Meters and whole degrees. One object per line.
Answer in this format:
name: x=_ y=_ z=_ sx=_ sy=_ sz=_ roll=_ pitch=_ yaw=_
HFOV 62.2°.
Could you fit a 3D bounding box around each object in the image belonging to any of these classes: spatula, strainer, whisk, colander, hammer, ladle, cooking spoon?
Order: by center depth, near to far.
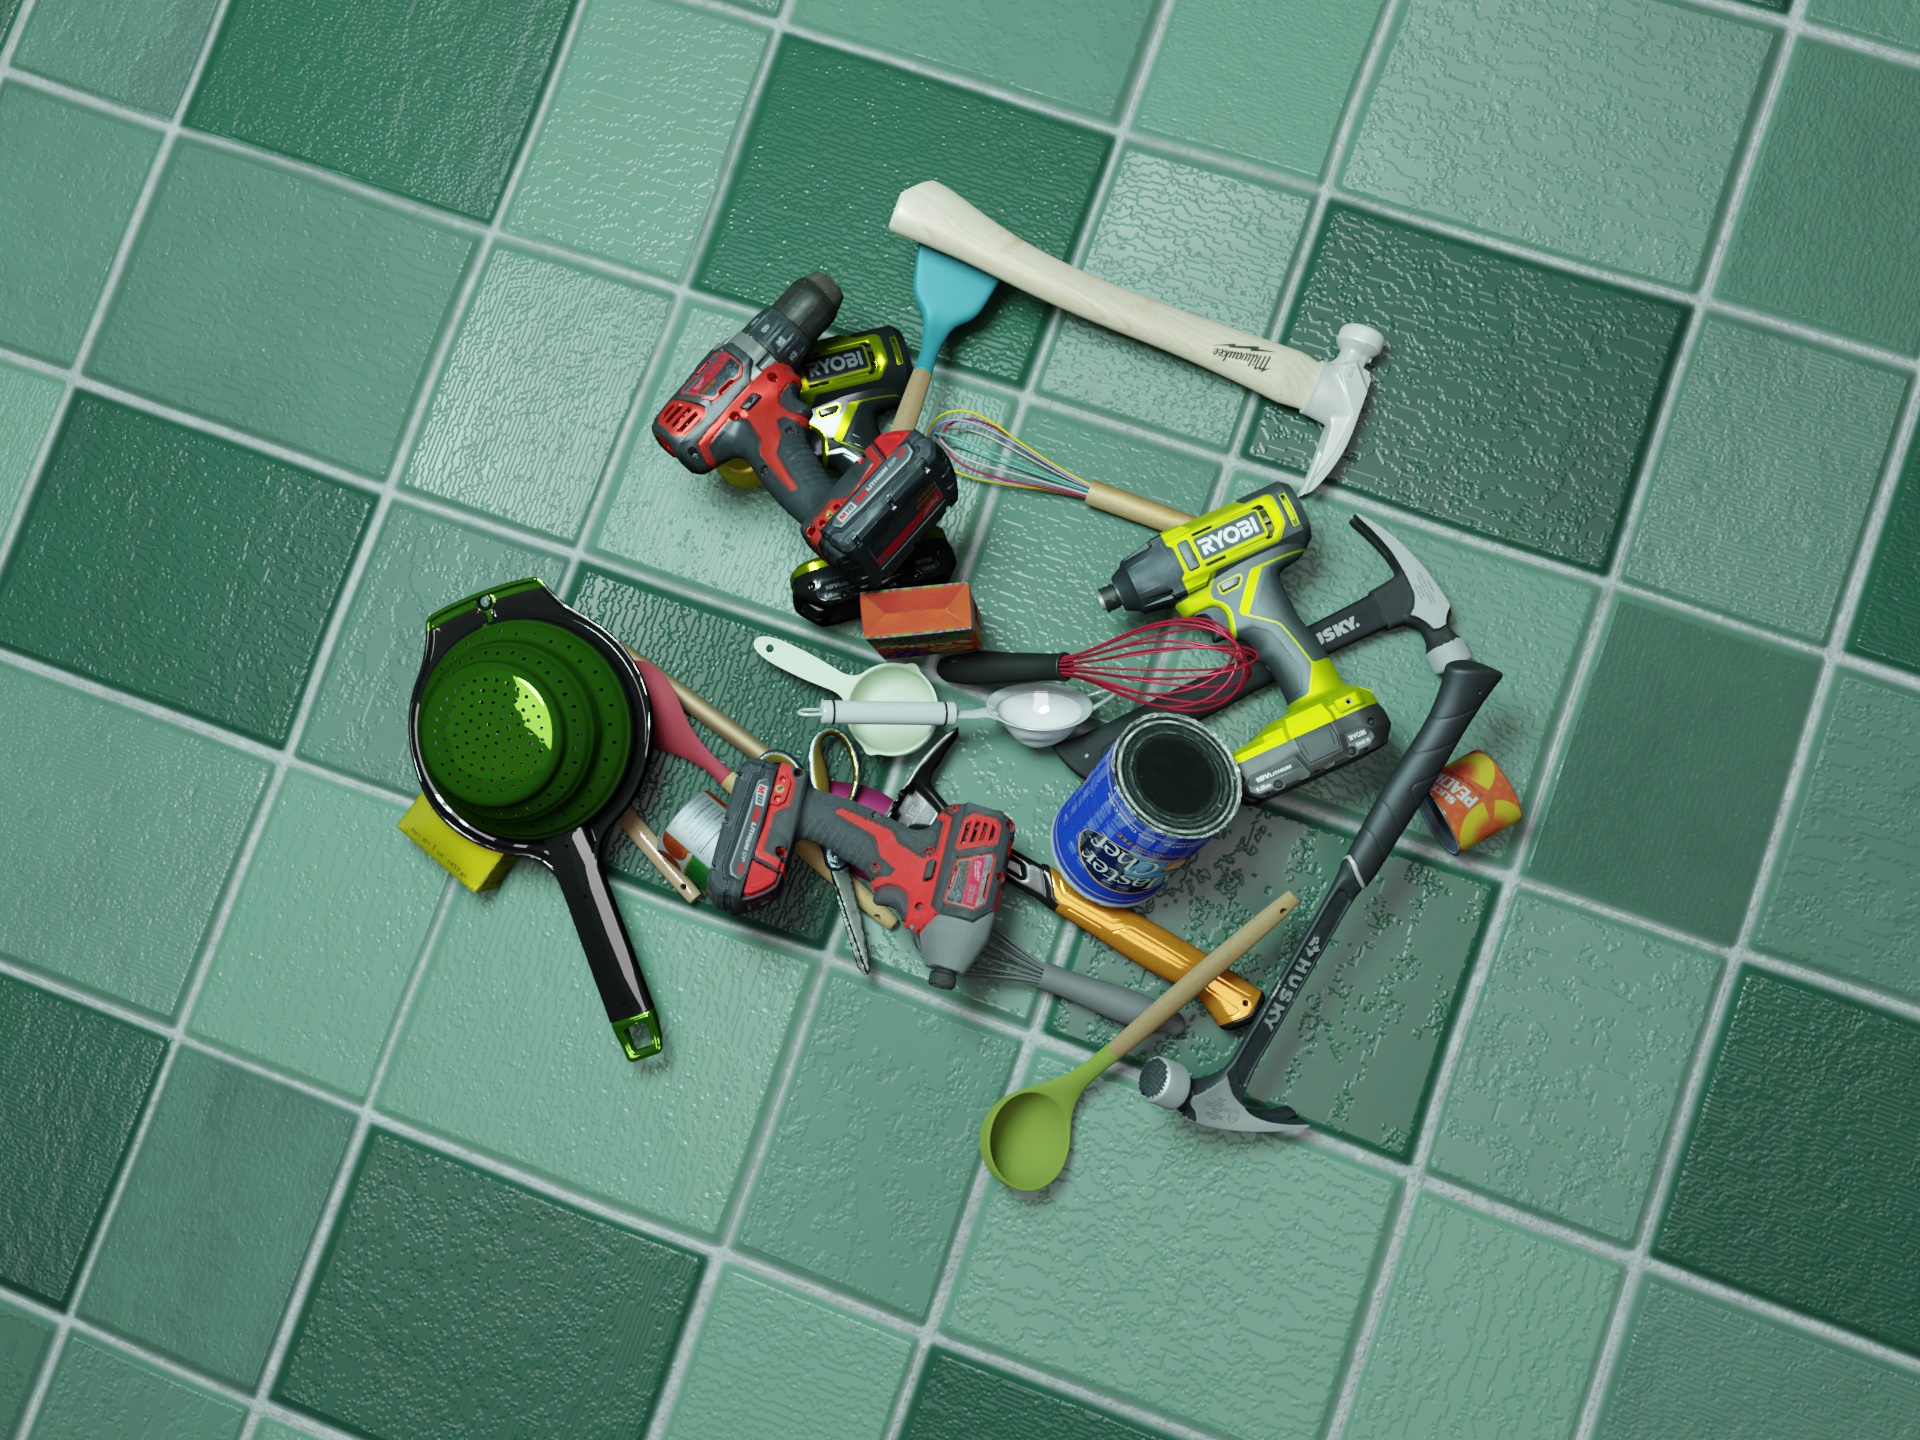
hammer: x=0.293 y=0.135 z=1.203 sx=0.149 sy=0.036 sz=0.409 roll=27 pitch=96 yaw=-28
whisk: x=0.097 y=-0.042 z=1.228 sx=0.296 sy=0.073 sz=0.073 roll=1 pitch=83 yaw=40
ladle: x=0.141 y=0.245 z=1.230 sx=0.320 sy=0.062 sz=0.078 roll=-43 pitch=108 yaw=9
colander: x=-0.322 y=0.086 z=1.240 sx=0.204 sy=0.094 sz=0.397 roll=-20 pitch=91 yaw=6
strainer: x=-0.002 y=-0.004 z=1.268 sx=0.258 sy=0.087 sz=0.050 roll=1 pitch=115 yaw=-14
spatula: x=-0.037 y=-0.261 z=1.269 sx=0.082 sy=0.044 sz=0.318 roll=20 pitch=70 yaw=-10
whisk: x=0.068 y=0.202 z=1.271 sx=0.239 sy=0.055 sz=0.055 roll=21 pitch=86 yaw=2
hammer: x=0.096 y=0.139 z=1.278 sx=0.337 sy=0.034 sz=0.127 roll=31 pitch=80 yaw=6
hammer: x=0.134 y=-0.321 z=1.287 sx=0.410 sy=0.038 sz=0.146 roll=22 pitch=86 yaw=-5
hammer: x=0.230 y=-0.042 z=1.290 sx=0.335 sy=0.035 sz=0.146 roll=-26 pitch=83 yaw=2
ladle: x=-0.173 y=0.065 z=1.313 sx=0.315 sy=0.031 sz=0.069 roll=41 pitch=123 yaw=4
whisk: x=0.087 y=-0.201 z=1.317 sx=0.245 sy=0.051 sz=0.047 roll=21 pitch=80 yaw=4
cooking spoon: x=-0.164 y=0.030 z=1.324 sx=0.319 sy=0.017 sz=0.069 roll=36 pitch=88 yaw=7
spatula: x=-0.321 y=0.030 z=1.338 sx=0.060 sy=0.018 sz=0.316 roll=-42 pitch=81 yaw=2

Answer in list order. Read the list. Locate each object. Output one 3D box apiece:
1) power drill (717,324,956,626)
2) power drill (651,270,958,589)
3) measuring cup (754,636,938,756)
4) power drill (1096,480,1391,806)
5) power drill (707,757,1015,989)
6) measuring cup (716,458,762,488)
power drill: x=-0.112 y=-0.200 z=1.303 sx=0.190 sy=0.080 sz=0.228 roll=-16 pitch=82 yaw=-11
power drill: x=-0.106 y=-0.229 z=1.218 sx=0.227 sy=0.080 sz=0.188 roll=39 pitch=84 yaw=22
measuring cup: x=-0.094 y=-0.027 z=1.316 sx=0.167 sy=0.038 sz=0.083 roll=26 pitch=87 yaw=9
power drill: x=0.221 y=-0.054 z=1.239 sx=0.171 sy=0.080 sz=0.223 roll=-25 pitch=80 yaw=4
power drill: x=-0.076 y=0.117 z=1.224 sx=0.219 sy=0.078 sz=0.143 roll=14 pitch=73 yaw=-1
measuring cup: x=-0.174 y=-0.276 z=1.352 sx=0.062 sy=0.029 sz=0.156 roll=10 pitch=87 yaw=6
